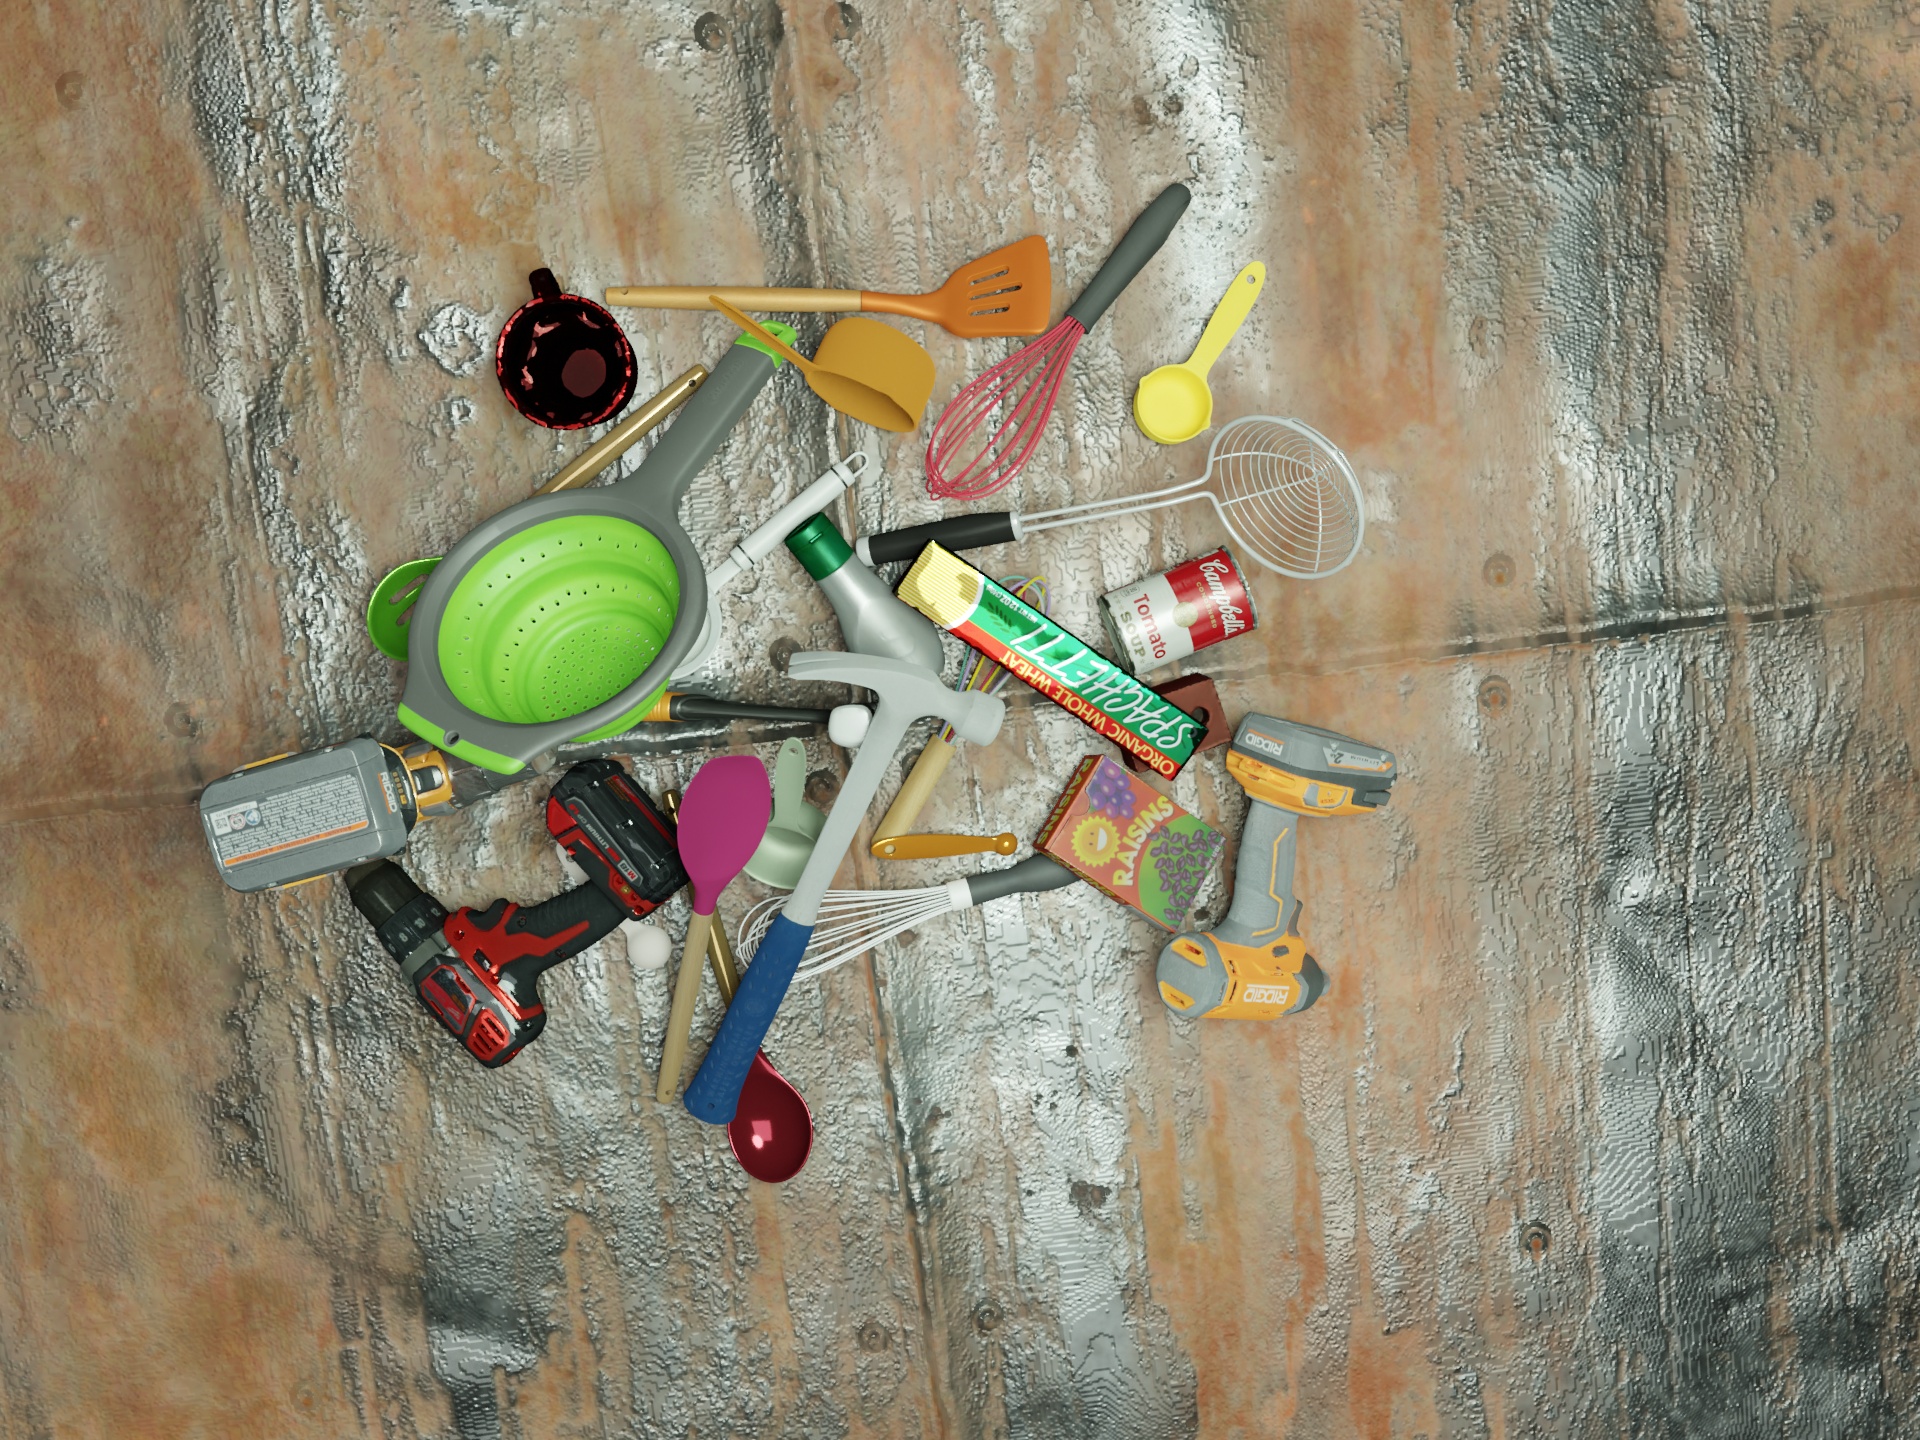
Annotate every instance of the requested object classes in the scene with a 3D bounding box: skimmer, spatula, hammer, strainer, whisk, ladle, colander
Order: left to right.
[{"bbox_3d":[-0.223,-0.117,1.123,0.205,0.094,0.397,23,67,22],"label":"colander"},{"bbox_3d":[-0.218,-0.012,1.171,0.337,0.127,0.034,4,95,6],"label":"hammer"},{"bbox_3d":[-0.180,0.204,1.226,0.069,0.031,0.315,-15,96,7],"label":"ladle"},{"bbox_3d":[-0.167,-0.113,1.178,0.258,0.050,0.087,-40,85,-3],"label":"strainer"},{"bbox_3d":[-0.117,0.128,1.128,0.144,0.035,0.405,22,115,-11],"label":"hammer"},{"bbox_3d":[-0.097,-0.311,1.155,0.322,0.041,0.081,0,74,-1],"label":"spatula"},{"bbox_3d":[-0.032,0.141,1.212,0.284,0.070,0.070,-14,98,-5],"label":"whisk"},{"bbox_3d":[-0.003,-0.004,1.200,0.051,0.047,0.245,29,98,-8],"label":"whisk"},{"bbox_3d":[0.073,-0.275,1.161,0.073,0.073,0.296,39,89,-7],"label":"whisk"},{"bbox_3d":[0.097,-0.136,1.128,0.363,0.090,0.127,-9,125,12],"label":"skimmer"}]

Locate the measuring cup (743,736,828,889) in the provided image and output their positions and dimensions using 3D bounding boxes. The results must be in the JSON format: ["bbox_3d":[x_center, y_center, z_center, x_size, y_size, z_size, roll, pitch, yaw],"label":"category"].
[{"bbox_3d":[-0.124,0.059,1.161,0.083,0.038,0.167,12,135,0],"label":"measuring cup"}]

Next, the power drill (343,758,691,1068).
[{"bbox_3d":[-0.331,0.125,1.180,0.226,0.080,0.188,-42,90,9],"label":"power drill"}]

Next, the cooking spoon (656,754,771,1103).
[{"bbox_3d":[-0.194,0.160,1.170,0.068,0.017,0.318,-2,122,-30],"label":"cooking spoon"}]

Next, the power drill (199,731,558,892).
[{"bbox_3d":[-0.388,0.047,1.093,0.185,0.226,0.084,-16,93,1],"label":"power drill"}]

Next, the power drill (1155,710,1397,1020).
[{"bbox_3d":[0.246,0.118,1.197,0.164,0.084,0.226,11,98,-38],"label":"power drill"}]

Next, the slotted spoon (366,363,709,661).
[{"bbox_3d":[-0.308,-0.157,1.171,0.314,0.031,0.070,-40,120,0],"label":"slotted spoon"}]

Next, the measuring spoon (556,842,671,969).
[{"bbox_3d":[-0.268,0.142,1.217,0.034,0.018,0.124,-39,97,3],"label":"measuring spoon"}]

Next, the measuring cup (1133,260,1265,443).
[{"bbox_3d":[0.182,-0.275,1.187,0.062,0.029,0.156,33,83,-7],"label":"measuring cup"}]

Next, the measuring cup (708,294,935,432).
[{"bbox_3d":[-0.094,-0.269,1.122,0.173,0.095,0.052,30,80,-26],"label":"measuring cup"}]

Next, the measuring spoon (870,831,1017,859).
[{"bbox_3d":[-0.011,0.098,1.215,0.117,0.011,0.021,-1,114,-16],"label":"measuring spoon"}]
